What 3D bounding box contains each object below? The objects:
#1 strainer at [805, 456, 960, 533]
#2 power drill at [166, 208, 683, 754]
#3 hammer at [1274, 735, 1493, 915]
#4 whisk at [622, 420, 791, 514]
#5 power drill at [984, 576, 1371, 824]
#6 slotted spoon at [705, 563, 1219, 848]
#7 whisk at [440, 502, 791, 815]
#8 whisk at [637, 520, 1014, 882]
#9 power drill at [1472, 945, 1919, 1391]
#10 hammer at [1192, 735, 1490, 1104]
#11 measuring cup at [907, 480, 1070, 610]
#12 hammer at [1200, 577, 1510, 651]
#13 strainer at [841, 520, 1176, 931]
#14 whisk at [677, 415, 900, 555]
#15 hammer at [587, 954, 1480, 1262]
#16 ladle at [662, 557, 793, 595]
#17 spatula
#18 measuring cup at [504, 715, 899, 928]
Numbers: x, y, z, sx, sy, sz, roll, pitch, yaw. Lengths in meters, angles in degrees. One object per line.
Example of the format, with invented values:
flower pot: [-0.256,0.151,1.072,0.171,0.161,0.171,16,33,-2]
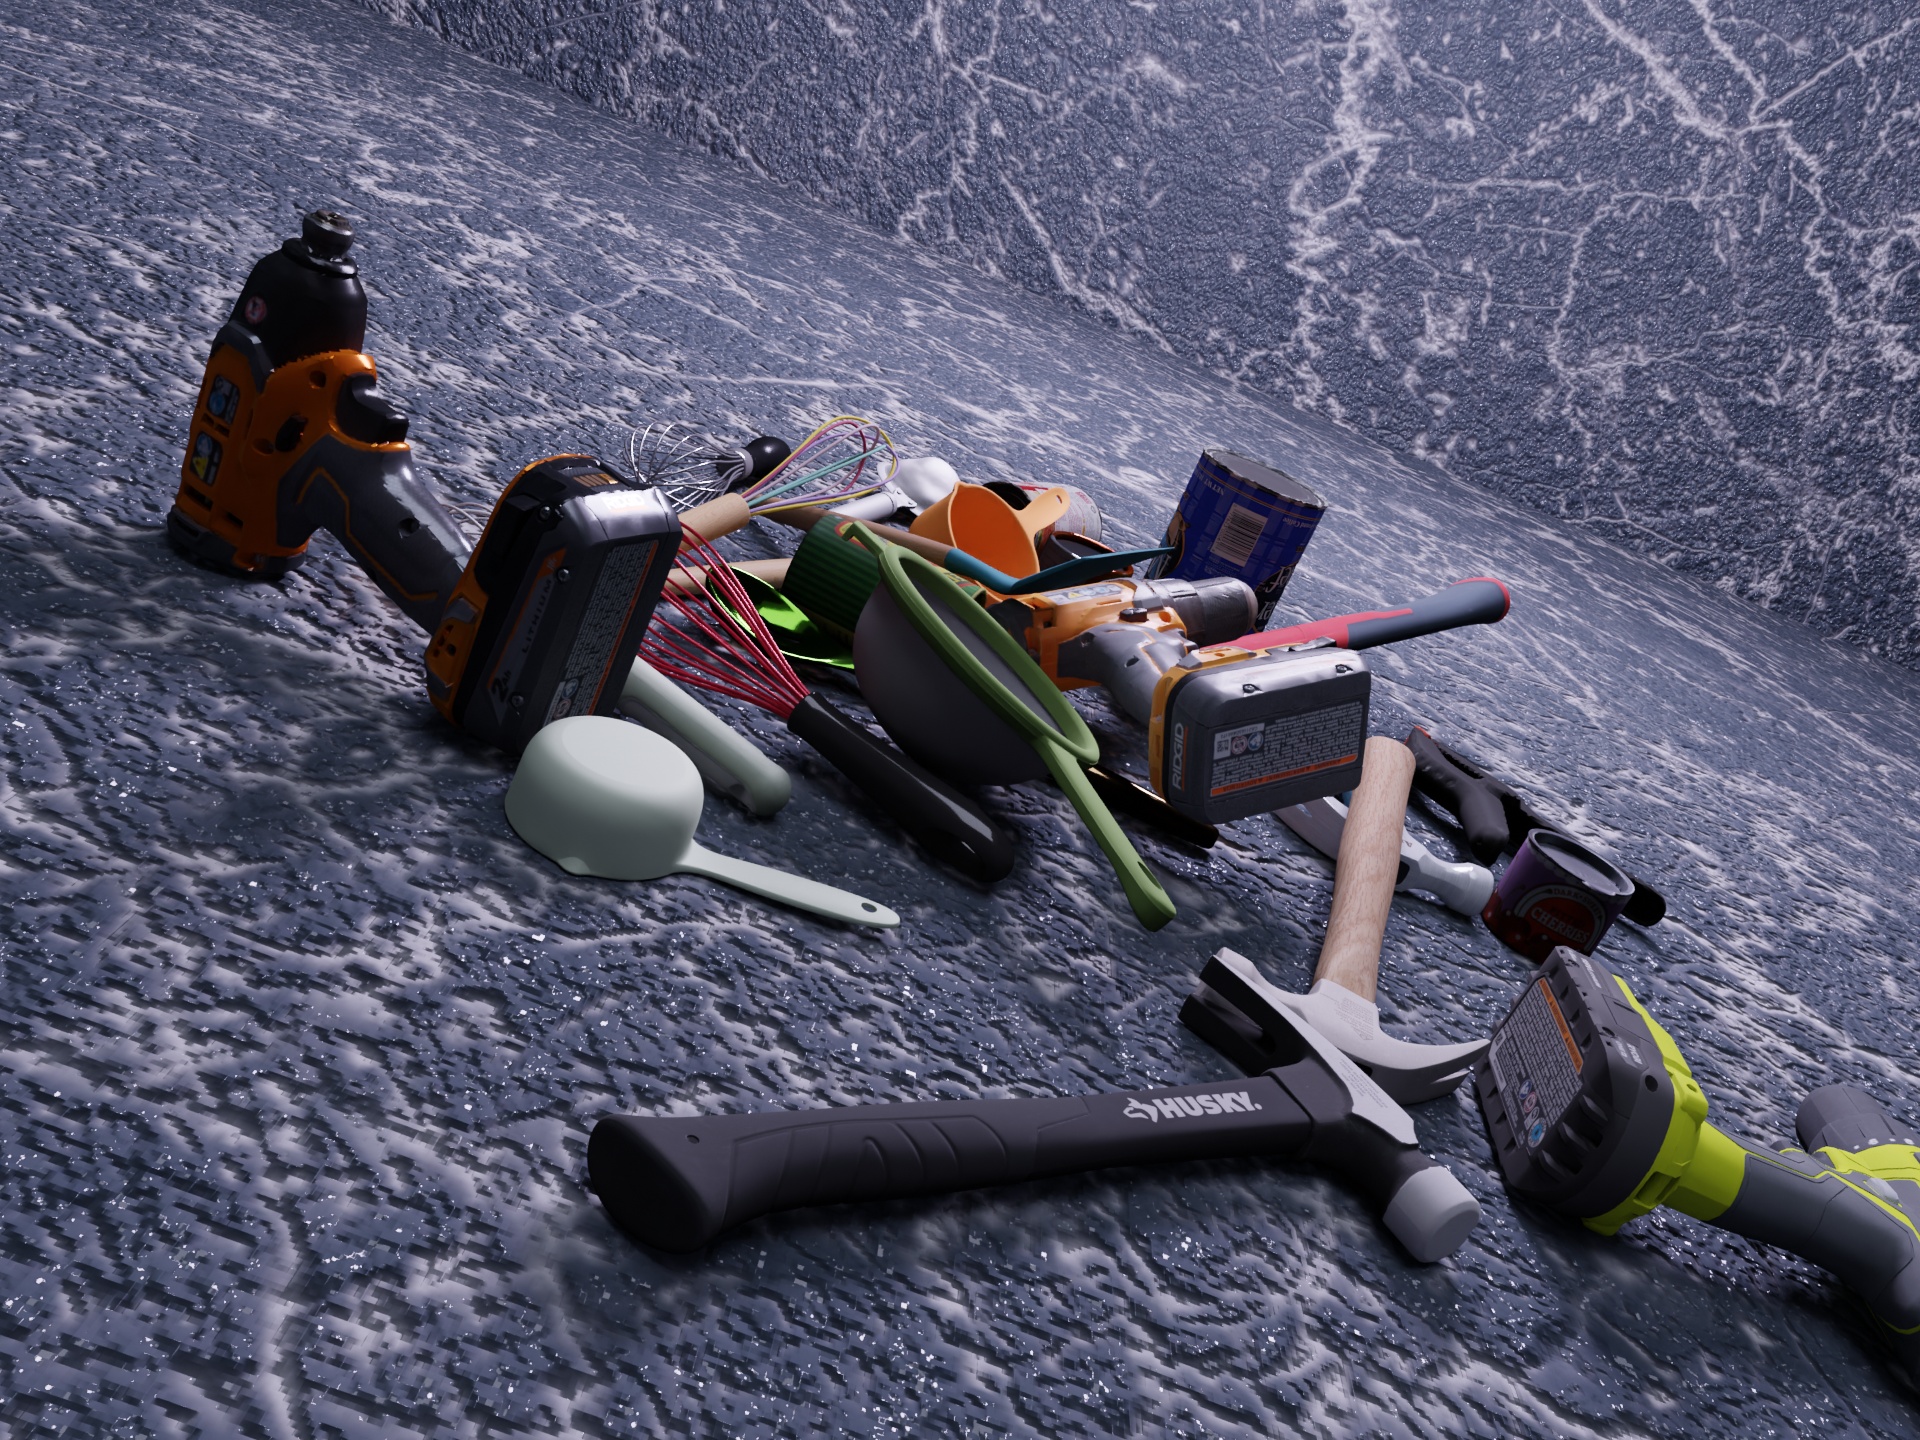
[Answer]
strainer: [-0.051,-0.161,1.178,0.087,0.050,0.258,42,28,7]
power drill: [-0.235,-0.105,0.684,0.226,0.164,0.084,32,22,15]
hammer: [0.260,0.016,1.067,0.128,0.033,0.331,22,25,-5]
whisk: [-0.161,-0.167,1.060,0.070,0.070,0.284,26,16,4]
power drill: [0.138,-0.029,0.911,0.185,0.084,0.226,-12,25,-25]
slotted spoon: [-0.001,-0.003,0.872,0.314,0.031,0.070,26,23,1]
whisk: [-0.172,-0.030,0.743,0.246,0.057,0.059,35,58,20]
whisk: [-0.090,-0.016,0.770,0.296,0.073,0.073,37,24,18]
power drill: [0.356,0.194,0.716,0.228,0.080,0.191,26,21,-2]
hammer: [0.212,0.087,0.827,0.130,0.031,0.331,29,29,6]
measuring cup: [0.023,-0.120,1.075,0.095,0.052,0.174,58,34,-7]
hammer: [0.277,-0.054,1.119,0.386,0.038,0.143,-12,28,-37]
strainer: [0.017,0.020,0.765,0.151,0.069,0.257,34,17,-46]
whisk: [-0.123,-0.137,0.965,0.051,0.047,0.245,5,27,39]
hammer: [0.030,0.141,0.555,0.334,0.035,0.146,6,28,-37]
ladle: [-0.088,-0.094,0.999,0.069,0.031,0.315,35,26,26]
spatula: [-0.022,-0.114,0.973,0.318,0.044,0.082,20,21,37]
measuring cup: [-0.098,0.043,0.644,0.167,0.038,0.083,20,22,-5]
